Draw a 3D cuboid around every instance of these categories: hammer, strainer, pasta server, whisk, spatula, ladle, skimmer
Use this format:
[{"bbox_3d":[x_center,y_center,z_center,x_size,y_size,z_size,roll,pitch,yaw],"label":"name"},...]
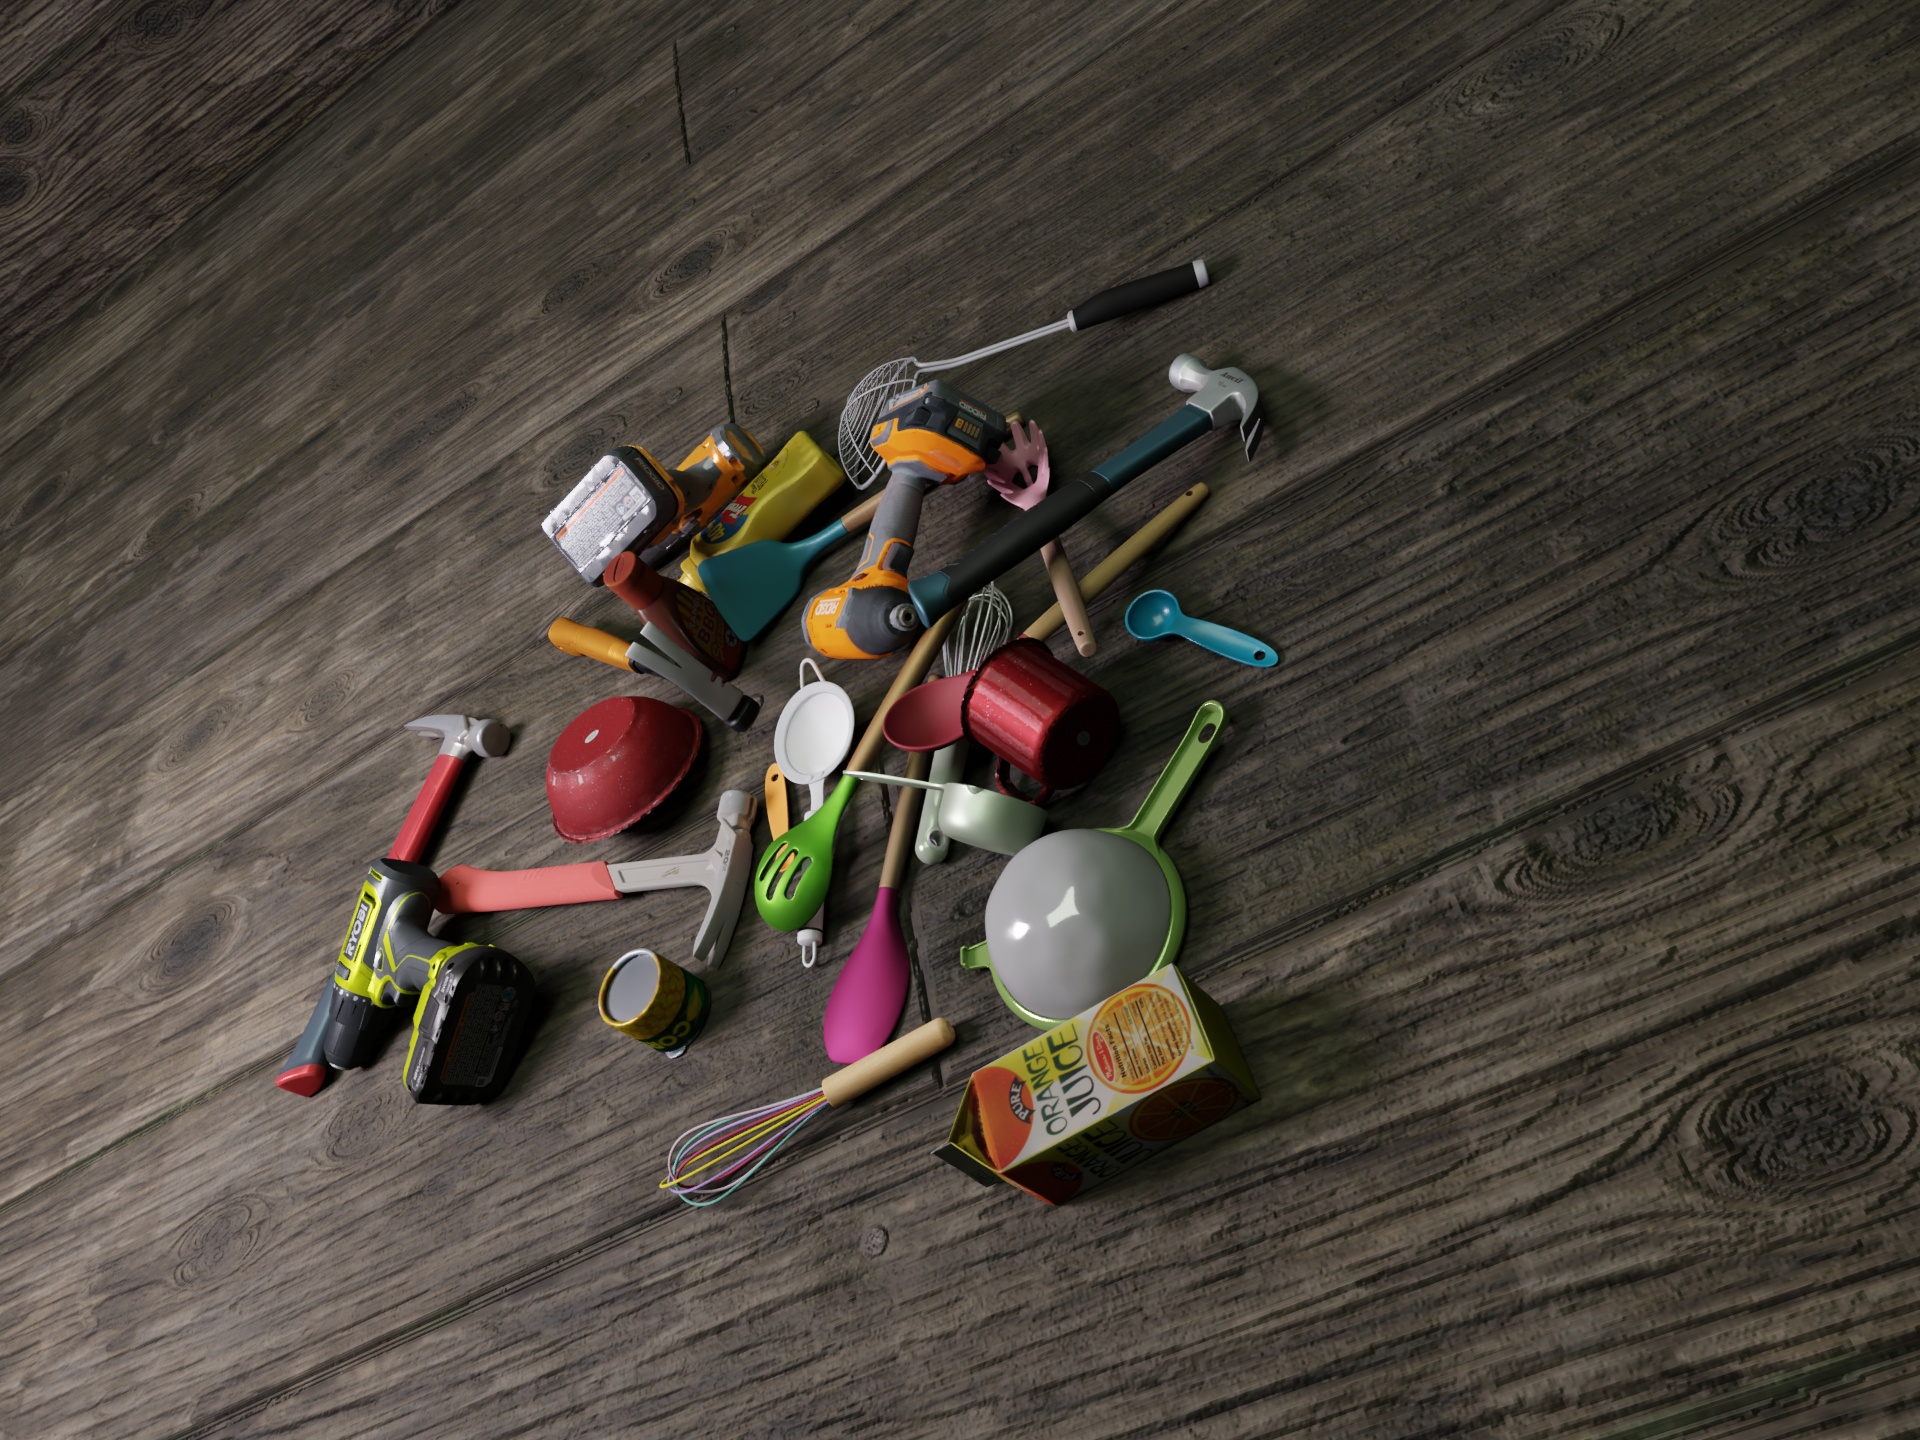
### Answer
[{"bbox_3d":[-0.329,0.149,1.373,0.359,0.036,0.149,-9,56,32],"label":"hammer"},{"bbox_3d":[-0.114,0.073,1.262,0.087,0.050,0.259,-19,56,33],"label":"strainer"},{"bbox_3d":[-0.563,0.169,1.533,0.143,0.038,0.386,1,62,39],"label":"hammer"},{"bbox_3d":[-0.305,-0.061,1.436,0.337,0.127,0.034,17,72,54],"label":"hammer"},{"bbox_3d":[0.065,-0.145,1.239,0.060,0.040,0.317,-28,35,11],"label":"pasta server"},{"bbox_3d":[-0.002,-0.004,1.232,0.059,0.057,0.246,140,145,-60],"label":"whisk"},{"bbox_3d":[-0.081,-0.184,1.409,0.317,0.082,0.044,-30,4,12],"label":"spatula"},{"bbox_3d":[0.099,0.085,1.072,0.152,0.069,0.256,26,80,44],"label":"strainer"},{"bbox_3d":[0.071,-0.079,1.207,0.315,0.031,0.069,-41,49,-8],"label":"ladle"},{"bbox_3d":[-0.110,0.275,1.119,0.245,0.047,0.051,-30,60,11],"label":"whisk"},{"bbox_3d":[0.095,-0.173,1.209,0.331,0.033,0.128,-35,42,-15],"label":"hammer"},{"bbox_3d":[0.052,-0.308,1.407,0.363,0.090,0.127,-17,40,14],"label":"skimmer"}]

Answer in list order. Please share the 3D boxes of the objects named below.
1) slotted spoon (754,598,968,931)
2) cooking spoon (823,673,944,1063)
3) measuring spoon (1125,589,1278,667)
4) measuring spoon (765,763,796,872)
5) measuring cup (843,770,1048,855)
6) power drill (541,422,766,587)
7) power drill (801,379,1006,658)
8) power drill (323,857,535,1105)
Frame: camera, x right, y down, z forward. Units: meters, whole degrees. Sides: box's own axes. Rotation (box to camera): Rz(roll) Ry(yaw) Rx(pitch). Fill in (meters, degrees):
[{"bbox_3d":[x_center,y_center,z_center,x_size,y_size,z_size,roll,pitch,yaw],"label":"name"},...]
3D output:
[{"bbox_3d":[-0.070,0.019,1.222,0.070,0.031,0.314,26,82,34],"label":"slotted spoon"},{"bbox_3d":[-0.050,0.105,1.206,0.069,0.017,0.319,-6,58,33],"label":"cooking spoon"},{"bbox_3d":[0.177,-0.059,1.156,0.129,0.021,0.042,25,77,35],"label":"measuring spoon"},{"bbox_3d":[-0.146,0.080,1.304,0.021,0.011,0.117,-31,43,17],"label":"measuring spoon"},{"bbox_3d":[-0.018,0.066,1.155,0.168,0.083,0.038,10,80,27],"label":"measuring cup"},{"bbox_3d":[-0.292,-0.189,1.473,0.185,0.084,0.226,-40,1,25],"label":"power drill"},{"bbox_3d":[-0.044,-0.156,1.292,0.164,0.084,0.226,5,72,65],"label":"power drill"},{"bbox_3d":[-0.473,0.243,1.377,0.229,0.080,0.190,21,92,44],"label":"power drill"}]
